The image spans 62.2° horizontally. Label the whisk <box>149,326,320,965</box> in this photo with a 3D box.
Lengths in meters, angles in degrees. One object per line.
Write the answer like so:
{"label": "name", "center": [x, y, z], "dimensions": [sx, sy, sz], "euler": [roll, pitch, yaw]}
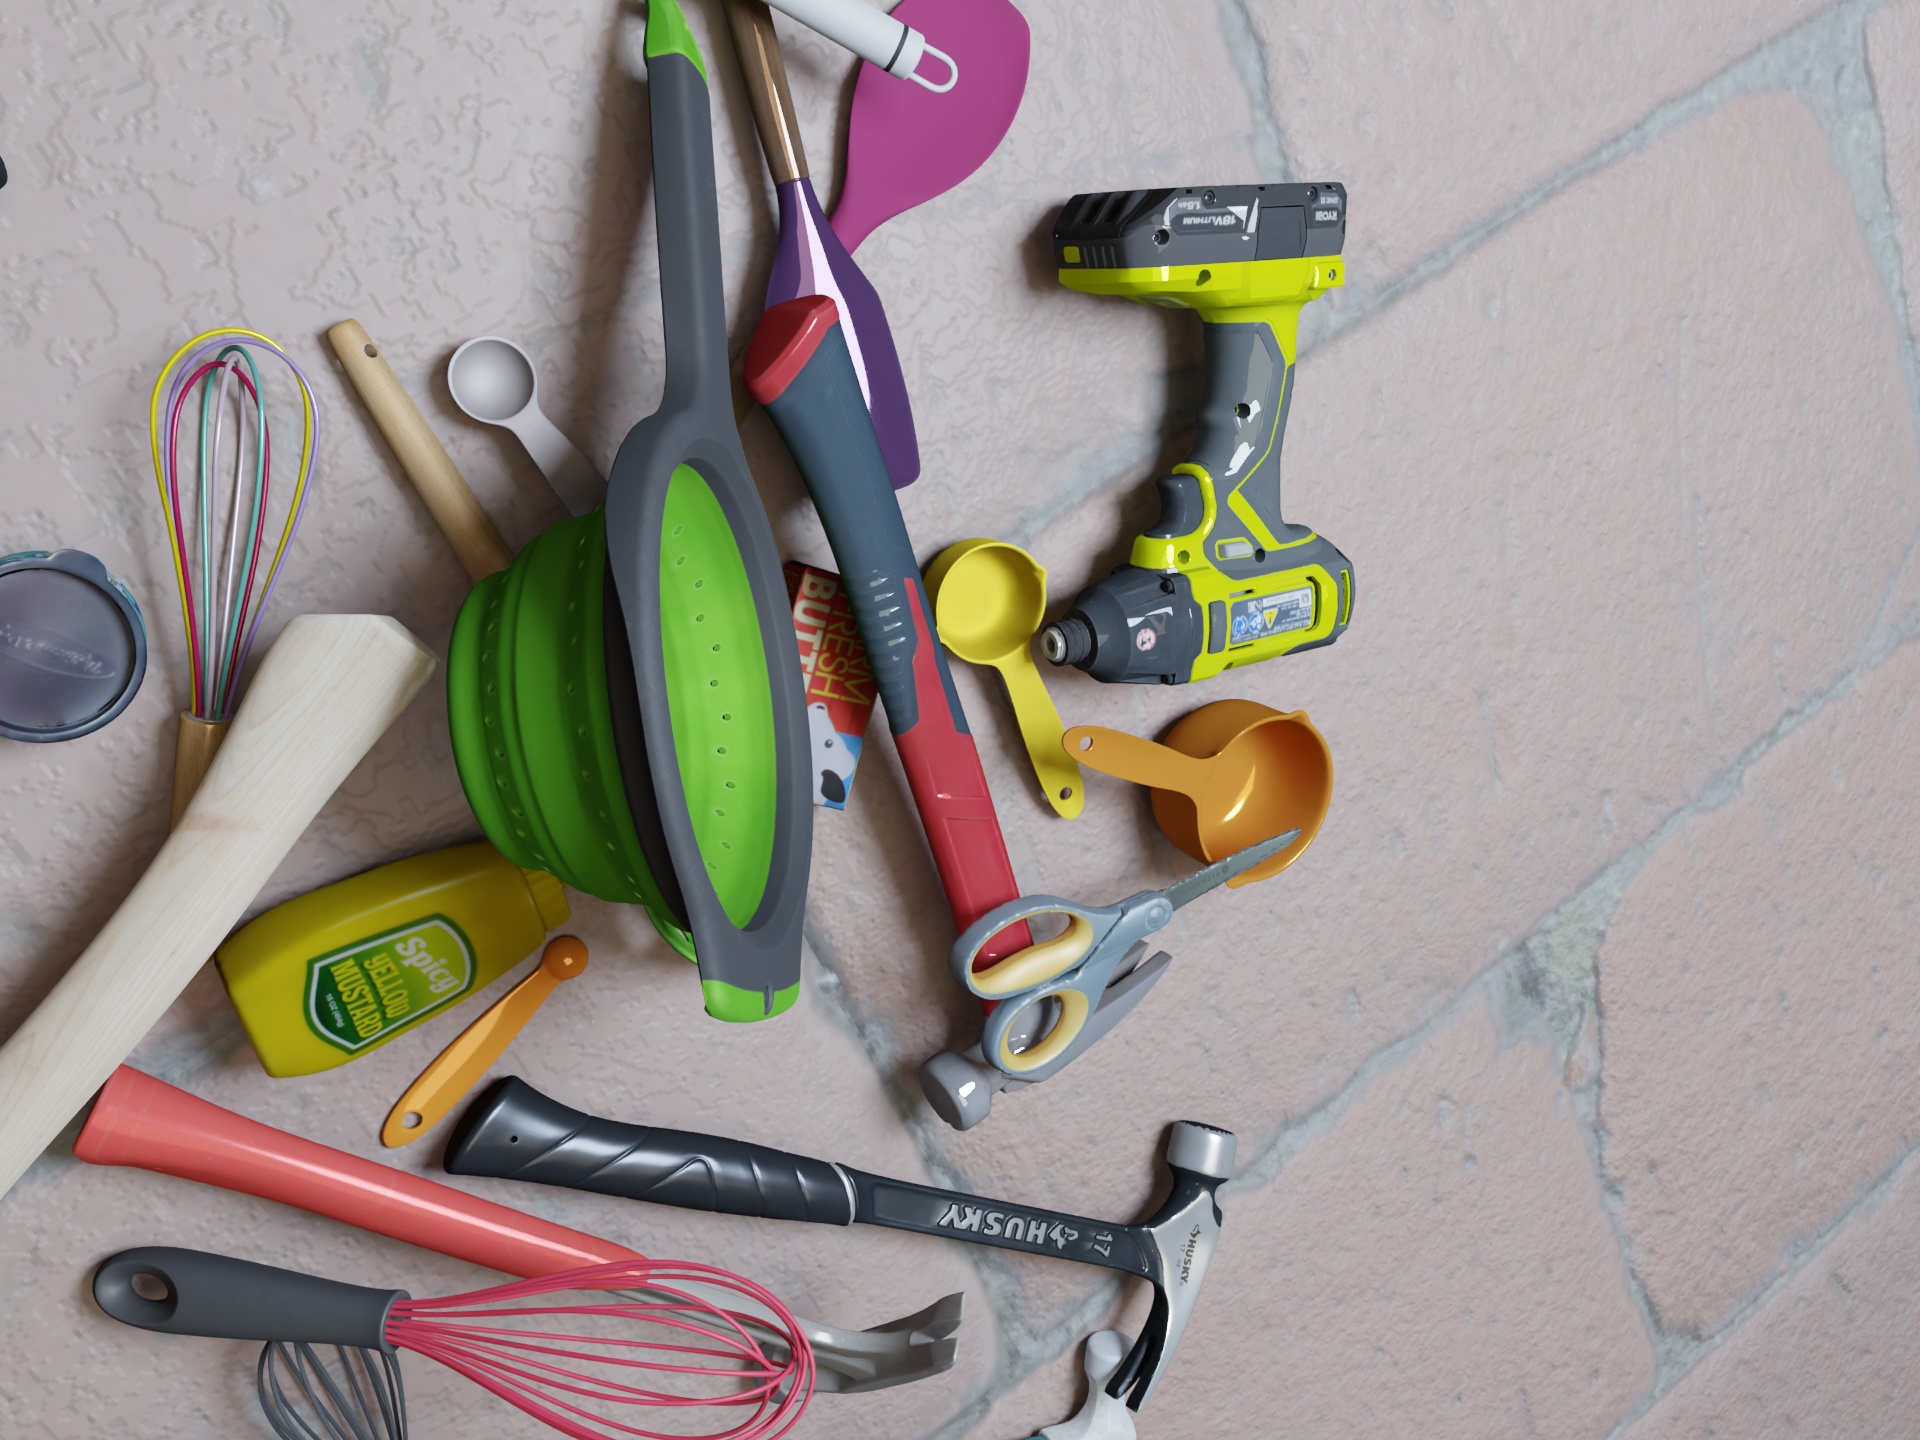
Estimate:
{"label": "whisk", "center": [-0.281, -0.023, 0.592], "dimensions": [0.047, 0.051, 0.245], "euler": [-11, 116, -60]}

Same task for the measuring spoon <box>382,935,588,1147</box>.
{"label": "measuring spoon", "center": [-0.204, 0.140, 0.684], "dimensions": [0.117, 0.011, 0.021], "euler": [-47, 117, -10]}

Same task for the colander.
{"label": "colander", "center": [-0.130, -0.085, 0.595], "dimensions": [0.094, 0.204, 0.397], "euler": [-7, 80, 7]}

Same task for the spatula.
{"label": "spatula", "center": [-0.077, -0.243, 0.643], "dimensions": [0.059, 0.018, 0.315], "euler": [-18, 104, -18]}

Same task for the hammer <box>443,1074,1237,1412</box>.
{"label": "hammer", "center": [-0.043, 0.236, 0.765], "dimensions": [0.408, 0.036, 0.149], "euler": [19, 80, -26]}

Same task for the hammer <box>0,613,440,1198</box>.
{"label": "hammer", "center": [-0.322, 0.134, 0.567], "dimensions": [0.146, 0.038, 0.410], "euler": [39, 87, -9]}

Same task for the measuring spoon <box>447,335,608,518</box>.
{"label": "measuring spoon", "center": [-0.160, -0.100, 0.642], "dimensions": [0.034, 0.018, 0.124], "euler": [-44, 111, -18]}

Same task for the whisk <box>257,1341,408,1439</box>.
{"label": "whisk", "center": [-0.242, 0.339, 0.694], "dimensions": [0.055, 0.055, 0.238], "euler": [-26, 116, -19]}

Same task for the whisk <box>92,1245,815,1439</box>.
{"label": "whisk", "center": [-0.198, 0.232, 0.610], "dimensions": [0.296, 0.073, 0.073], "euler": [4, 103, 10]}

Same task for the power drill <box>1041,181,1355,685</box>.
{"label": "power drill", "center": [0.108, -0.130, 0.737], "dimensions": [0.171, 0.080, 0.223], "euler": [-13, 110, -31]}

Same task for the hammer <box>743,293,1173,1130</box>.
{"label": "hammer", "center": [-0.001, -0.002, 0.705], "dimensions": [0.143, 0.038, 0.386], "euler": [-31, 120, -26]}

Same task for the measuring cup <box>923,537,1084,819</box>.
{"label": "measuring cup", "center": [0.025, -0.018, 0.759], "dimensions": [0.062, 0.029, 0.156], "euler": [-32, 121, -15]}

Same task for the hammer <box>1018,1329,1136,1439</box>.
{"label": "hammer", "center": [-0.057, 0.398, 0.807], "dimensions": [0.331, 0.033, 0.128], "euler": [1, 100, -27]}

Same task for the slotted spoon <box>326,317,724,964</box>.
{"label": "slotted spoon", "center": [-0.165, -0.021, 0.655], "dimensions": [0.313, 0.031, 0.070], "euler": [62, 33, -20]}

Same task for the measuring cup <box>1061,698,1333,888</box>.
{"label": "measuring cup", "center": [0.105, 0.022, 0.783], "dimensions": [0.173, 0.052, 0.095], "euler": [17, 97, -33]}

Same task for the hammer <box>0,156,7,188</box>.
{"label": "hammer", "center": [-0.379, -0.048, 0.498], "dimensions": [0.146, 0.035, 0.335], "euler": [20, 79, -40]}

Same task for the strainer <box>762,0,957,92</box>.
{"label": "strainer", "center": [-0.115, -0.300, 0.593], "dimensions": [0.258, 0.050, 0.087], "euler": [22, 98, -21]}

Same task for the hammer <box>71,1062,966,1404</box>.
{"label": "hammer", "center": [-0.177, 0.219, 0.665], "dimensions": [0.358, 0.149, 0.037], "euler": [28, 49, -23]}

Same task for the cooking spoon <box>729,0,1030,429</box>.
{"label": "cooking spoon", "center": [-0.068, -0.180, 0.675], "dimensions": [0.068, 0.017, 0.319], "euler": [34, 85, -21]}
